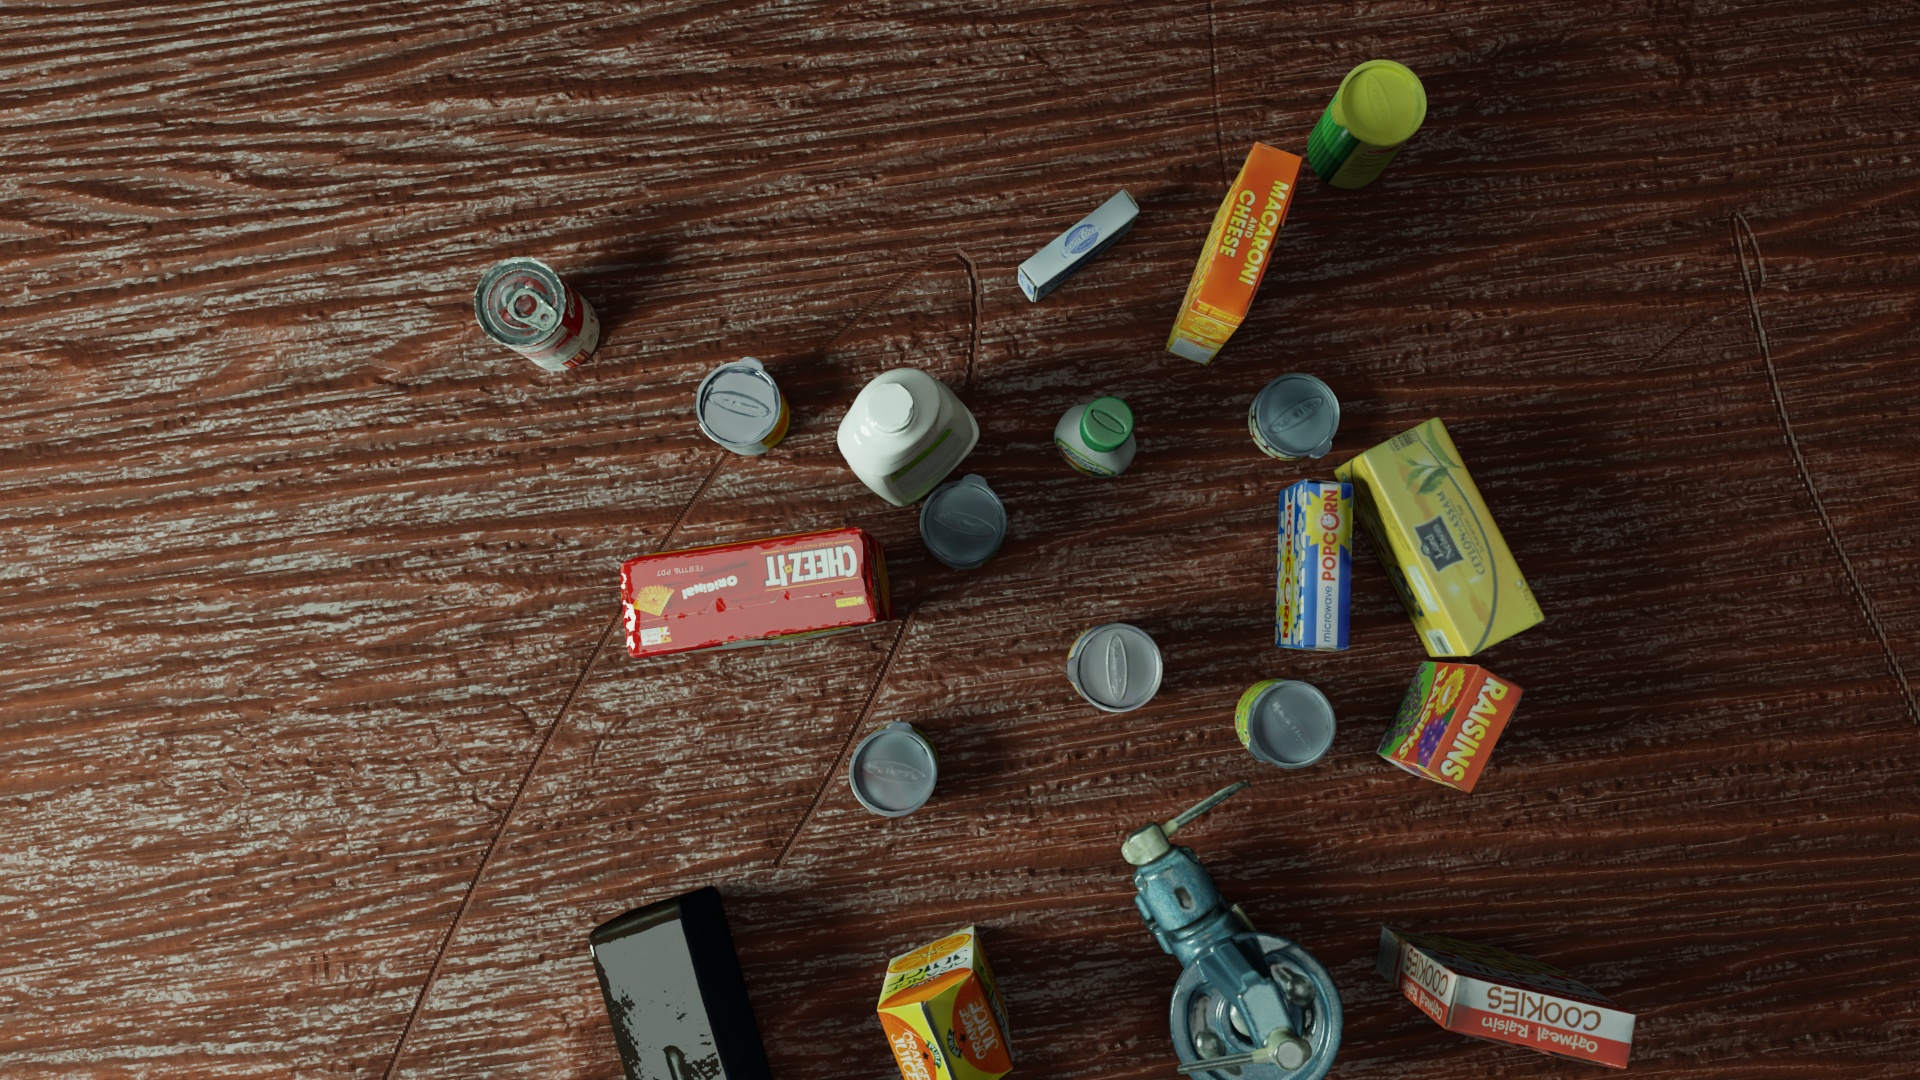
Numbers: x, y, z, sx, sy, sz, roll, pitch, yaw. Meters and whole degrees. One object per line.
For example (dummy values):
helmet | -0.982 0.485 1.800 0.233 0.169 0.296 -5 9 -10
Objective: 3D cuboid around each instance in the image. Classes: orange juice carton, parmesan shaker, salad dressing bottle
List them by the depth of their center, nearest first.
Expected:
orange juice carton | -0.010 0.339 0.985 0.073 0.192 0.072 -22 86 -1
salad dressing bottle | 0.104 -0.079 1.041 0.064 0.147 0.044 33 87 3
parmesan shaker | 0.311 -0.321 1.081 0.071 0.103 0.071 0 86 1

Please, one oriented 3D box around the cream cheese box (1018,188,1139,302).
cream cheese box | 0.093 -0.232 1.100 0.104 0.053 0.024 -37 86 -2

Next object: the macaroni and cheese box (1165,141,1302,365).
macaroni and cheese box | 0.203 -0.209 1.041 0.040 0.166 0.124 21 86 2

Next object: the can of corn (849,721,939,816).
can of corn | -0.049 0.172 1.066 0.071 0.058 0.071 0 86 1

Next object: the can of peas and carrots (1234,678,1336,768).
can of peas and carrots | 0.246 0.141 1.066 0.071 0.058 0.071 0 86 1

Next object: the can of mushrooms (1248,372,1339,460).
can of mushrooms | 0.264 -0.095 1.098 0.071 0.033 0.071 0 86 0

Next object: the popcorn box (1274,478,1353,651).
popcorn box | 0.269 0.021 1.063 0.038 0.085 0.126 3 86 1

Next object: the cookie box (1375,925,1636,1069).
cookie box | 0.383 0.324 0.996 0.123 0.167 0.040 12 86 1

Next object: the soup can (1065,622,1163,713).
soup can | 0.113 0.096 1.058 0.071 0.083 0.071 0 86 1

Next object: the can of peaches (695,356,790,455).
can of peaches | -0.169 -0.104 1.090 0.071 0.058 0.071 0 86 1

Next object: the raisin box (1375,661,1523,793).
raisin box | 0.362 0.136 1.033 0.040 0.123 0.086 29 87 2

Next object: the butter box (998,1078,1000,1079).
butter box | 0.000 0.441 1.047 0.024 0.053 0.103 23 86 2

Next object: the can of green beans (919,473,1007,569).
can of green beans | 0.003 -0.011 1.081 0.071 0.058 0.071 0 86 1
